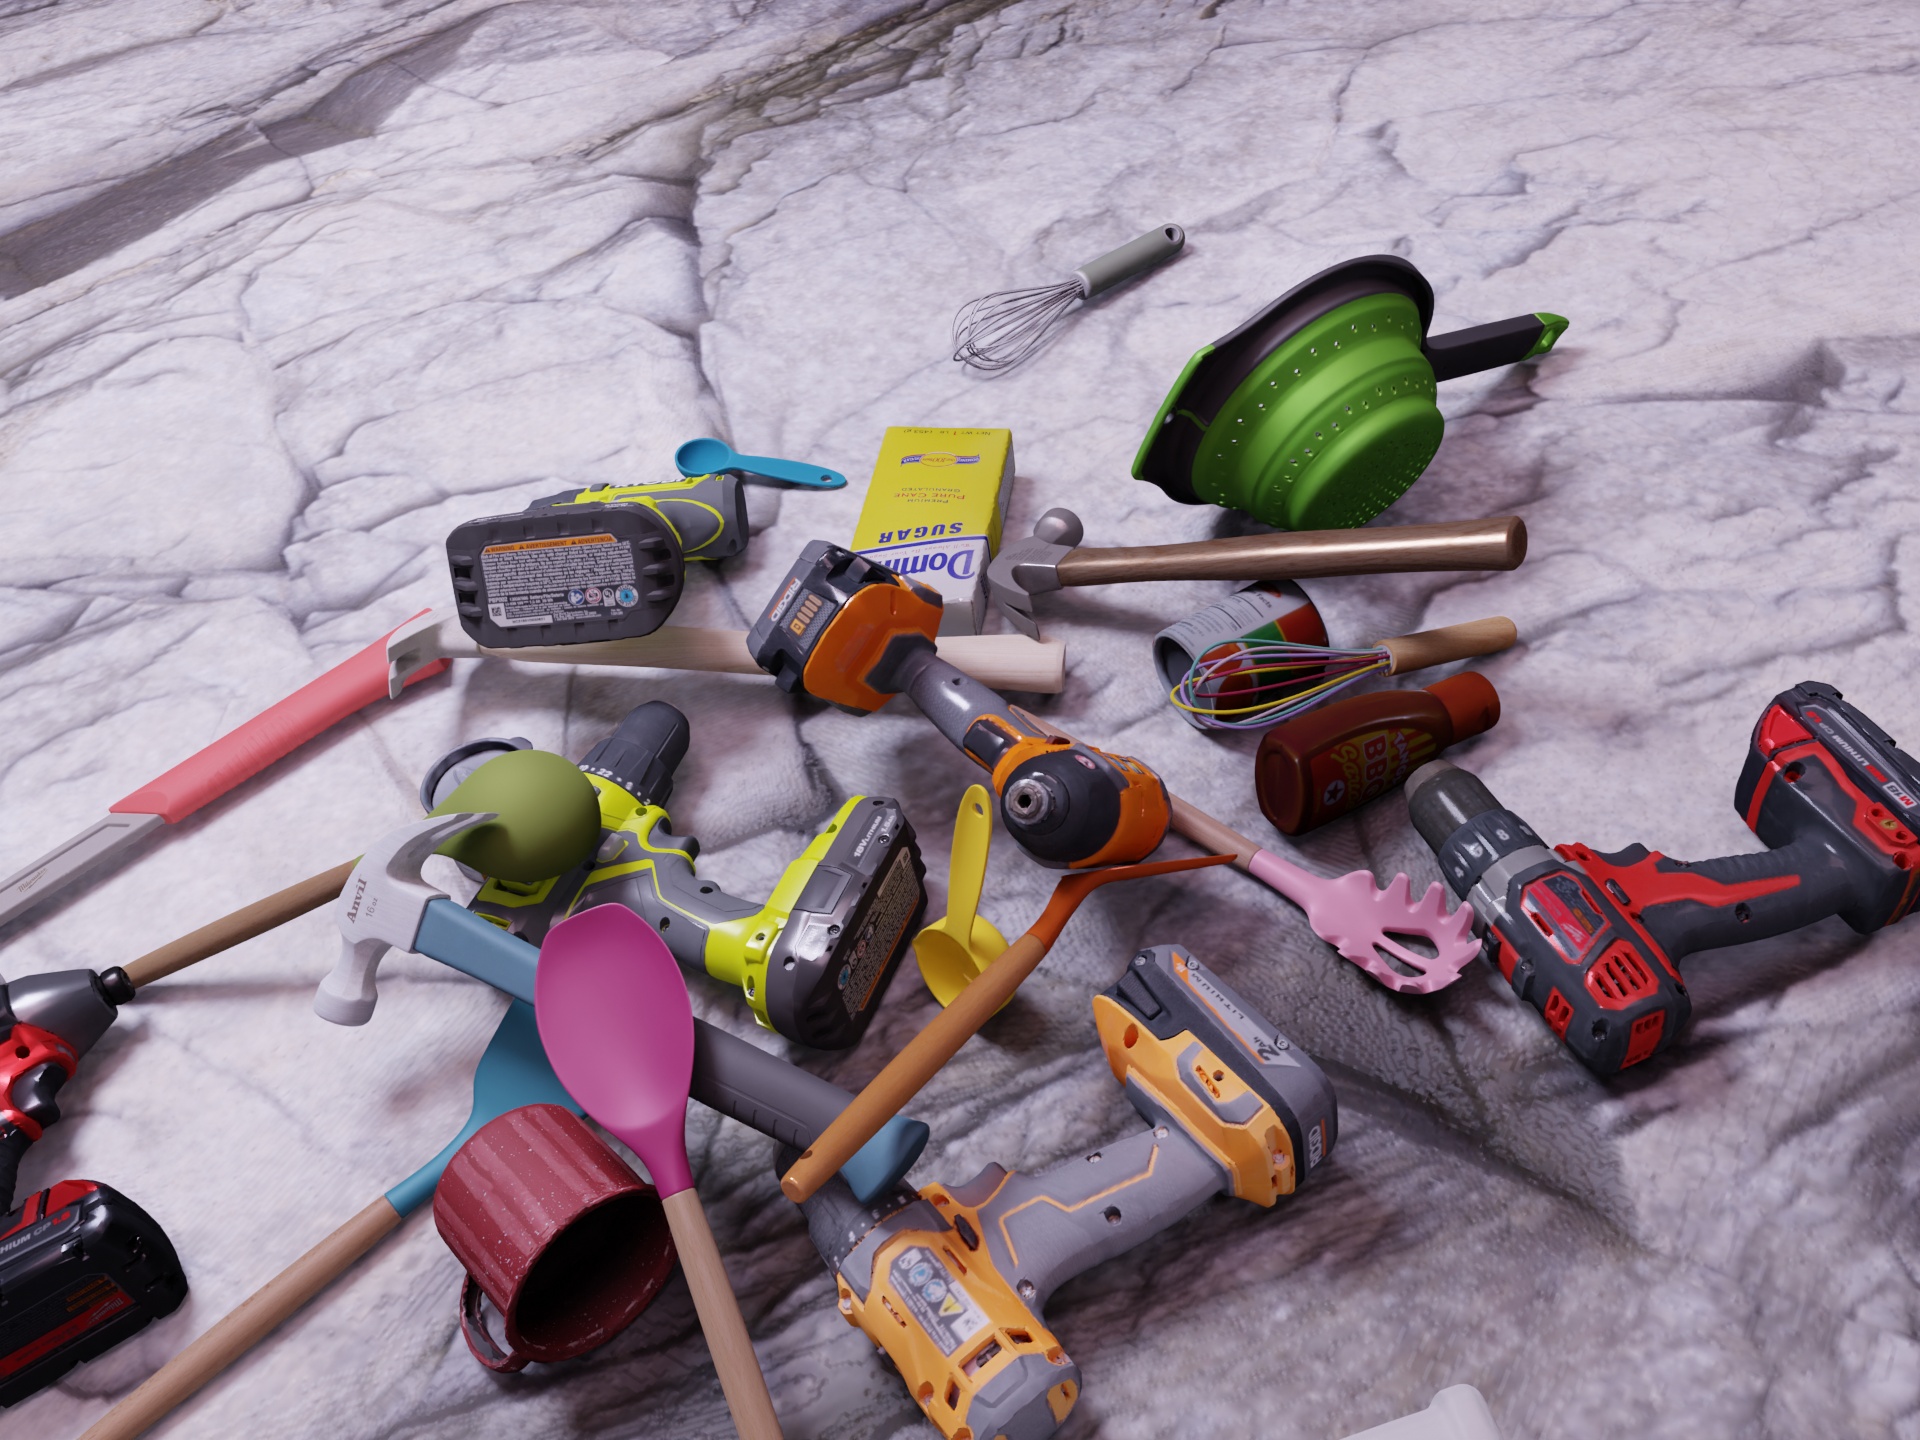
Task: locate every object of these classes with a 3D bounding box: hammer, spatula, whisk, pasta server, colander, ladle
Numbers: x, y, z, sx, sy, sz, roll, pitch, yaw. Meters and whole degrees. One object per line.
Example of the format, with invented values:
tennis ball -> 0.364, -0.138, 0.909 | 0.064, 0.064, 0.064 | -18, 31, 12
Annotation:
hammer -> -0.165, 0.141, 0.752 | 0.331, 0.033, 0.128 | 21, 95, 21
spatula -> -0.299, 0.248, 0.766 | 0.317, 0.044, 0.082 | -39, 69, -23
hammer -> -0.484, 0.034, 1.000 | 0.359, 0.036, 0.149 | -38, 53, -24
whisk -> 0.224, -0.034, 0.916 | 0.245, 0.047, 0.051 | -12, 86, -26
pasta server -> 0.140, 0.060, 0.878 | 0.316, 0.040, 0.060 | 31, 70, 33
colander -> 0.295, -0.202, 1.035 | 0.397, 0.204, 0.095 | -19, 62, -33
ladle -> -0.339, 0.097, 0.871 | 0.320, 0.062, 0.078 | -24, 49, 16
whisk -> 0.088, -0.340, 1.257 | 0.246, 0.059, 0.058 | -33, 88, -26
hammer -> 0.161, -0.095, 0.941 | 0.331, 0.031, 0.130 | 1, 32, 34
spatula -> 0.025, 0.127, 0.745 | 0.081, 0.041, 0.322 | -14, 16, 41
hammer -> -0.141, -0.040, 0.984 | 0.410, 0.038, 0.146 | 3, 18, 7

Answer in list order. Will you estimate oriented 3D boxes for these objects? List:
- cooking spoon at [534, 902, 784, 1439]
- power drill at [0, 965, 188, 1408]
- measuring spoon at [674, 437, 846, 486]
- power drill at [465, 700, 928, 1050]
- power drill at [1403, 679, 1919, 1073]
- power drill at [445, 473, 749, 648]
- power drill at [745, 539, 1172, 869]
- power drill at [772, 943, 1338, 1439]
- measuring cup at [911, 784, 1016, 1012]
cooking spoon -> -0.113, 0.229, 0.684 | 0.069, 0.017, 0.319 | -22, 73, -3
power drill -> -0.475, 0.219, 0.803 | 0.143, 0.078, 0.220 | -29, 47, -18
measuring spoon -> -0.146, -0.179, 1.164 | 0.128, 0.021, 0.042 | 11, 49, 6
power drill -> -0.139, 0.078, 0.879 | 0.228, 0.080, 0.191 | 11, 51, 22
power drill -> 0.361, 0.062, 0.819 | 0.226, 0.080, 0.188 | -22, 48, -8
power drill -> -0.236, -0.110, 1.018 | 0.171, 0.080, 0.223 | -5, 16, 2
power drill -> -0.001, -0.003, 0.840 | 0.227, 0.164, 0.084 | 37, 99, 20
power drill -> 0.037, 0.202, 0.737 | 0.226, 0.084, 0.186 | -36, 50, -17
measuring cup -> 0.010, 0.088, 0.794 | 0.029, 0.156, 0.062 | -28, 50, -36
